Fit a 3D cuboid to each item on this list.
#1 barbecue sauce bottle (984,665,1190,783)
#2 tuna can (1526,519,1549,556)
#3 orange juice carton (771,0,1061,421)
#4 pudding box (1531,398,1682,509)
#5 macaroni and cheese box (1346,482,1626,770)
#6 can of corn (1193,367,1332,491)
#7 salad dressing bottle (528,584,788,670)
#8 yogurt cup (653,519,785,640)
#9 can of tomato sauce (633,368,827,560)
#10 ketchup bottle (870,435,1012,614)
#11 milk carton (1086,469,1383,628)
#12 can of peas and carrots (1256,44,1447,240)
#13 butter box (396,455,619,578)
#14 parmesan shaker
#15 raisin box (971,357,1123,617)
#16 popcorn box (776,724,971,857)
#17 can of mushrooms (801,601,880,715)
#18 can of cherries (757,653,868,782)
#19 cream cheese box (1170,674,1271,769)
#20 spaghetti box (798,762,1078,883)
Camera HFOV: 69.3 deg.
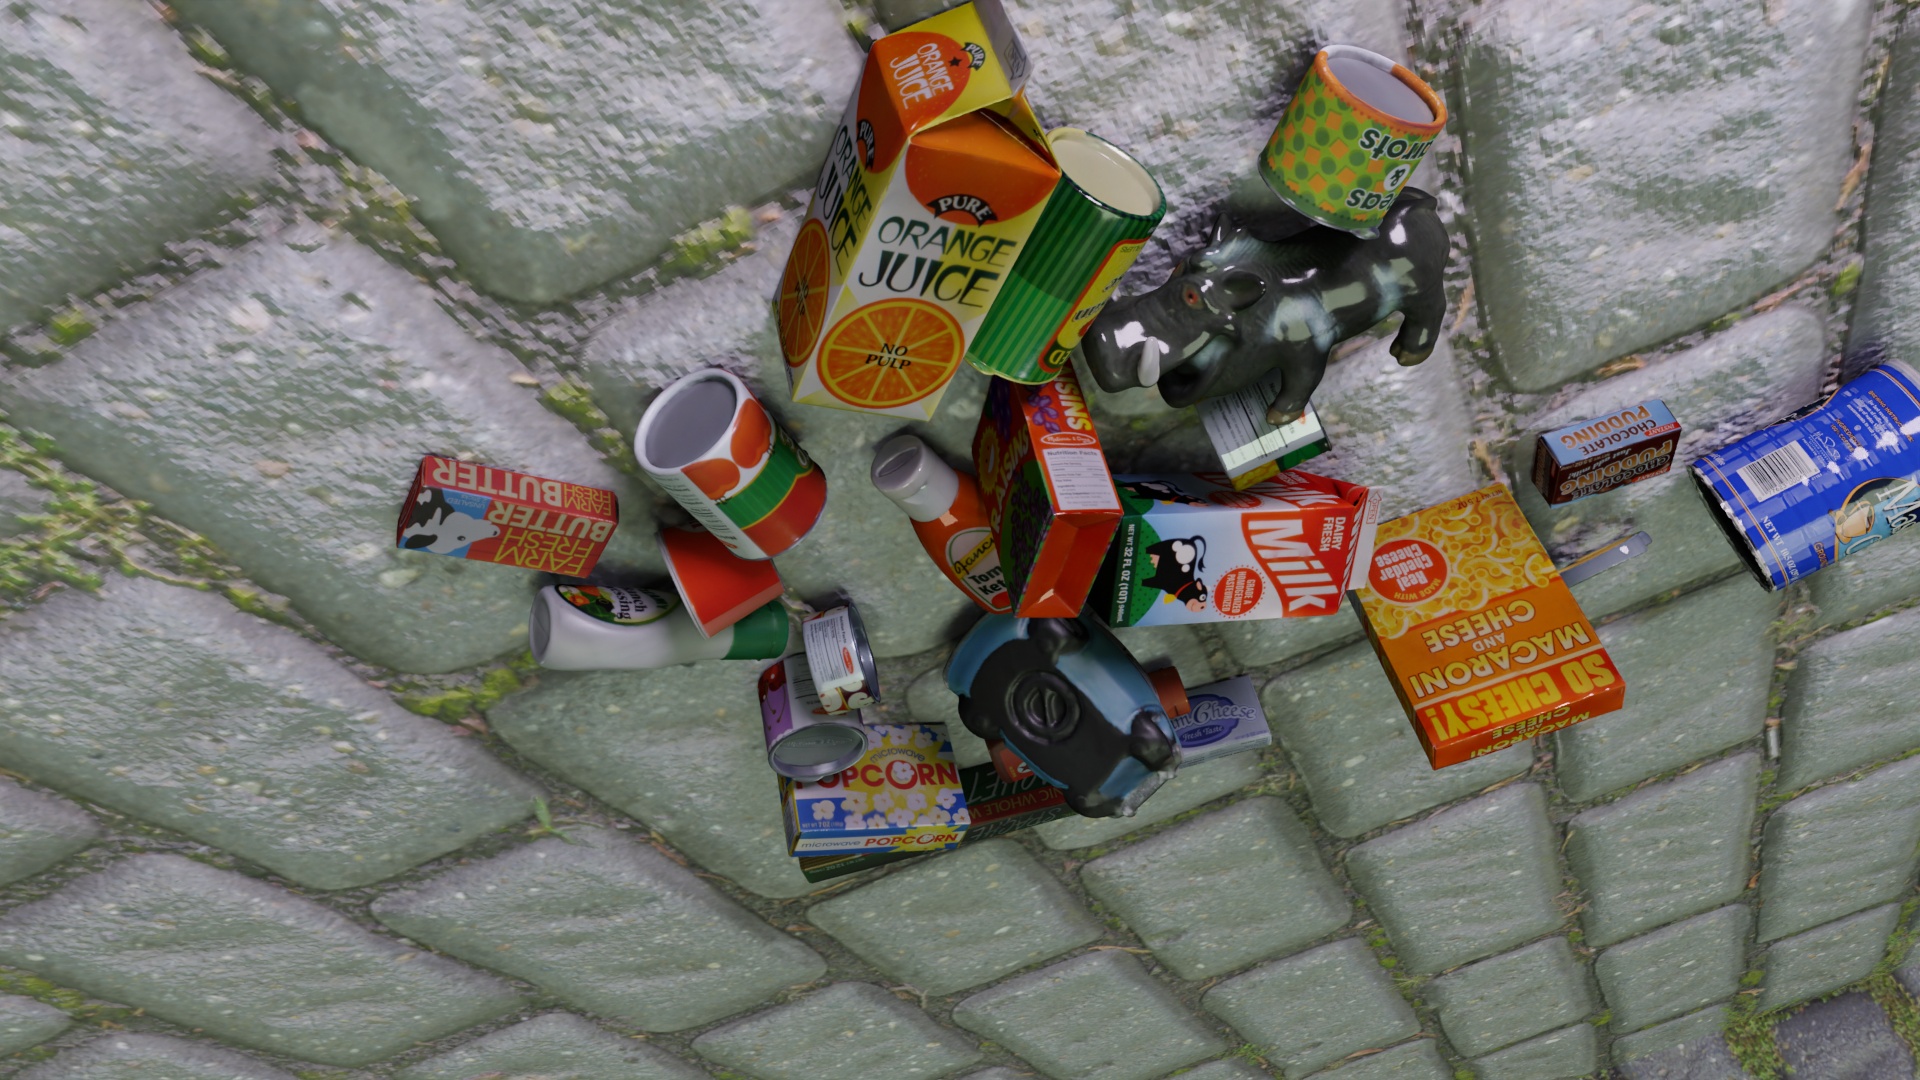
[{"bbox_3d":[0.093,0.132,1.020,0.148,0.044,0.064,-19,141,3],"label":"barbecue sauce bottle"},{"bbox_3d":[0.383,0.015,0.986,0.071,0.033,0.070,-9,142,-7],"label":"tuna can"},{"bbox_3d":[-0.018,-0.147,0.613,0.073,0.072,0.191,6,138,-26],"label":"orange juice carton"},{"bbox_3d":[0.424,-0.056,0.914,0.084,0.030,0.049,-17,143,2],"label":"pudding box"},{"bbox_3d":[0.333,0.054,0.907,0.124,0.167,0.040,-20,142,5],"label":"macaroni and cheese box"},{"bbox_3d":[0.168,-0.068,0.783,0.058,0.071,0.071,-25,141,12],"label":"can of corn"},{"bbox_3d":[-0.174,0.052,0.817,0.148,0.064,0.044,3,110,-35],"label":"salad dressing bottle"},{"bbox_3d":[-0.133,0.015,0.778,0.054,0.072,0.072,-25,143,-8],"label":"yogurt cup"},{"bbox_3d":[-0.116,-0.040,0.716,0.071,0.071,0.083,-25,140,12],"label":"can of tomato sauce"},{"bbox_3d":[0.003,-0.010,0.813,0.064,0.044,0.148,-33,139,15],"label":"ketchup bottle"},{"bbox_3d":[0.169,0.002,0.843,0.191,0.073,0.072,-2,112,-17],"label":"milk carton"},{"bbox_3d":[0.181,-0.183,0.638,0.071,0.071,0.058,3,137,-23],"label":"can of peas and carrots"},{"bbox_3d":[-0.241,-0.011,0.741,0.103,0.024,0.053,11,135,-30],"label":"butter box"},{"bbox_3d":[0.043,-0.131,0.653,0.071,0.071,0.102,9,136,-28],"label":"parmesan shaker"},{"bbox_3d":[0.043,-0.033,0.733,0.040,0.124,0.085,-1,140,-15],"label":"raisin box"},{"bbox_3d":[-0.064,0.176,0.985,0.127,0.085,0.038,2,138,-21],"label":"popcorn box"},{"bbox_3d":[-0.074,0.075,0.873,0.033,0.071,0.070,-16,142,2],"label":"can of mushrooms"},{"bbox_3d":[-0.100,0.118,0.923,0.071,0.058,0.071,-11,142,-8],"label":"can of cherries"},{"bbox_3d":[0.178,0.141,1.054,0.104,0.053,0.024,-14,144,-1],"label":"cream cheese box"},{"bbox_3d":[-0.003,0.208,1.075,0.250,0.050,0.028,-14,144,-3],"label":"spaghetti box"}]
